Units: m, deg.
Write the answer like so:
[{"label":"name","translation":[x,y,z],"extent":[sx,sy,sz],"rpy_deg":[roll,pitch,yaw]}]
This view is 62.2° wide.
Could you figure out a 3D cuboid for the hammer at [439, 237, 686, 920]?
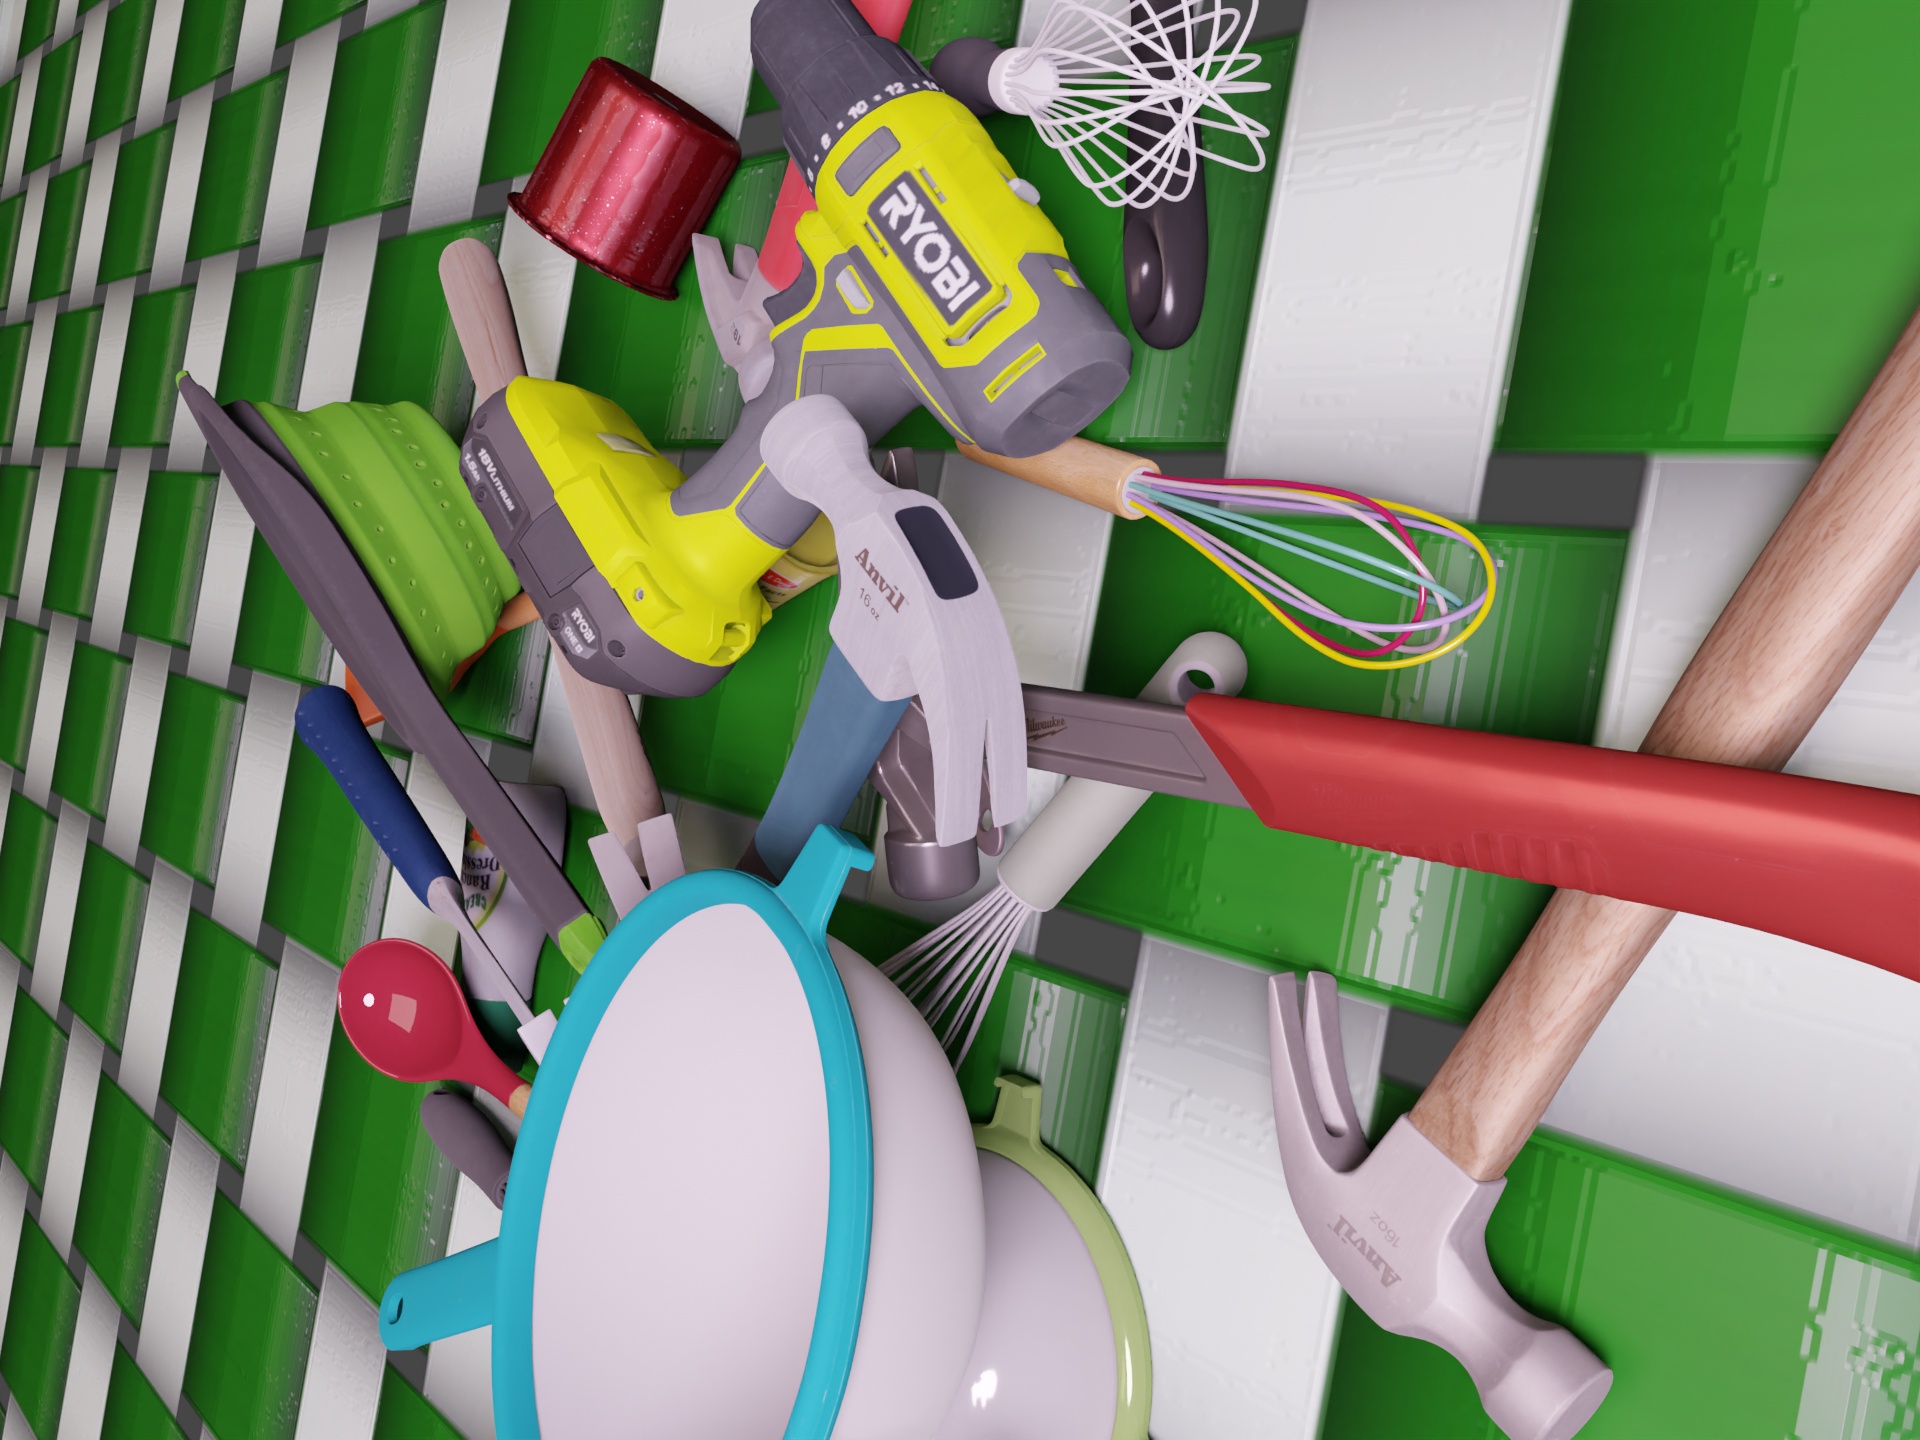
[{"label":"hammer","translation":[-0.188,-0.079,0.734],"extent":[0.146,0.038,0.411],"rpy_deg":[90,159,-61]}]

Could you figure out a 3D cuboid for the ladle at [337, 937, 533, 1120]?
[{"label":"ladle","translation":[-0.186,0.184,0.730],"extent":[0.316,0.031,0.069],"rpy_deg":[24,98,34]}]

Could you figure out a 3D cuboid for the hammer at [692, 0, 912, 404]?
[{"label":"hammer","translation":[-0.026,-0.312,0.610],"extent":[0.386,0.038,0.143],"rpy_deg":[-63,34,34]}]

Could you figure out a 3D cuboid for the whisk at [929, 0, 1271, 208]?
[{"label":"whisk","translation":[0.031,-0.215,0.538],"extent":[0.070,0.070,0.285],"rpy_deg":[-66,22,15]}]

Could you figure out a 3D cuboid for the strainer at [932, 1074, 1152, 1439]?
[{"label":"strainer","translation":[-0.045,0.246,0.575],"extent":[0.256,0.069,0.152],"rpy_deg":[-41,56,32]}]

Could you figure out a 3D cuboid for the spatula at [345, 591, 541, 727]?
[{"label":"spatula","translation":[-0.240,-0.063,0.856],"extent":[0.322,0.041,0.081],"rpy_deg":[-16,71,43]}]

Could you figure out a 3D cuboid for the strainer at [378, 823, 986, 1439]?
[{"label":"strainer","translation":[-0.094,0.180,0.525],"extent":[0.340,0.095,0.211],"rpy_deg":[-32,51,46]}]

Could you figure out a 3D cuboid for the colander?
[{"label":"colander","translation":[-0.236,-0.036,0.765],"extent":[0.397,0.094,0.204],"rpy_deg":[48,158,23]}]

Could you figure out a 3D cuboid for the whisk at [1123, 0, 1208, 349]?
[{"label":"whisk","translation":[0.070,-0.277,0.559],"extent":[0.073,0.073,0.296],"rpy_deg":[-3,87,46]}]

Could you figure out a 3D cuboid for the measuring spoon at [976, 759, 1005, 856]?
[{"label":"measuring spoon","translation":[-0.001,-0.002,0.609],"extent":[0.034,0.018,0.124],"rpy_deg":[-46,52,38]}]

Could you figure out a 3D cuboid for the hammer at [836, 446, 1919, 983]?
[{"label":"hammer","translation":[0.103,0.007,0.415],"extent":[0.359,0.036,0.149],"rpy_deg":[10,112,42]}]

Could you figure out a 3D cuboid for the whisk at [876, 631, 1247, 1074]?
[{"label":"whisk","translation":[0.019,0.064,0.563],"extent":[0.058,0.059,0.246],"rpy_deg":[39,112,3]}]

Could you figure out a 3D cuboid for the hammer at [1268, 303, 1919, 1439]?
[{"label":"hammer","translation":[0.183,0.017,0.406],"extent":[0.130,0.031,0.331],"rpy_deg":[41,112,42]}]

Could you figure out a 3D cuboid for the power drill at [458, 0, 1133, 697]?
[{"label":"power drill","translation":[-0.073,-0.134,0.580],"extent":[0.228,0.080,0.191],"rpy_deg":[-39,75,21]}]

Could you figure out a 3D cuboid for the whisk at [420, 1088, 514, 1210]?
[{"label":"whisk","translation":[-0.216,0.228,0.778],"extent":[0.239,0.055,0.055],"rpy_deg":[16,95,51]}]

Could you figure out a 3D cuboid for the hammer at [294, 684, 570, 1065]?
[{"label":"hammer","translation":[-0.235,0.083,0.737],"extent":[0.406,0.035,0.144],"rpy_deg":[38,146,44]}]

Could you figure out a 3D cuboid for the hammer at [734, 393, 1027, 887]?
[{"label":"hammer","translation":[-0.065,0.054,0.556],"extent":[0.128,0.033,0.330],"rpy_deg":[53,138,24]}]

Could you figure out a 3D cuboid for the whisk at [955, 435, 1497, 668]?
[{"label":"whisk","translation":[0.072,-0.070,0.531],"extent":[0.245,0.051,0.047],"rpy_deg":[31,111,48]}]
